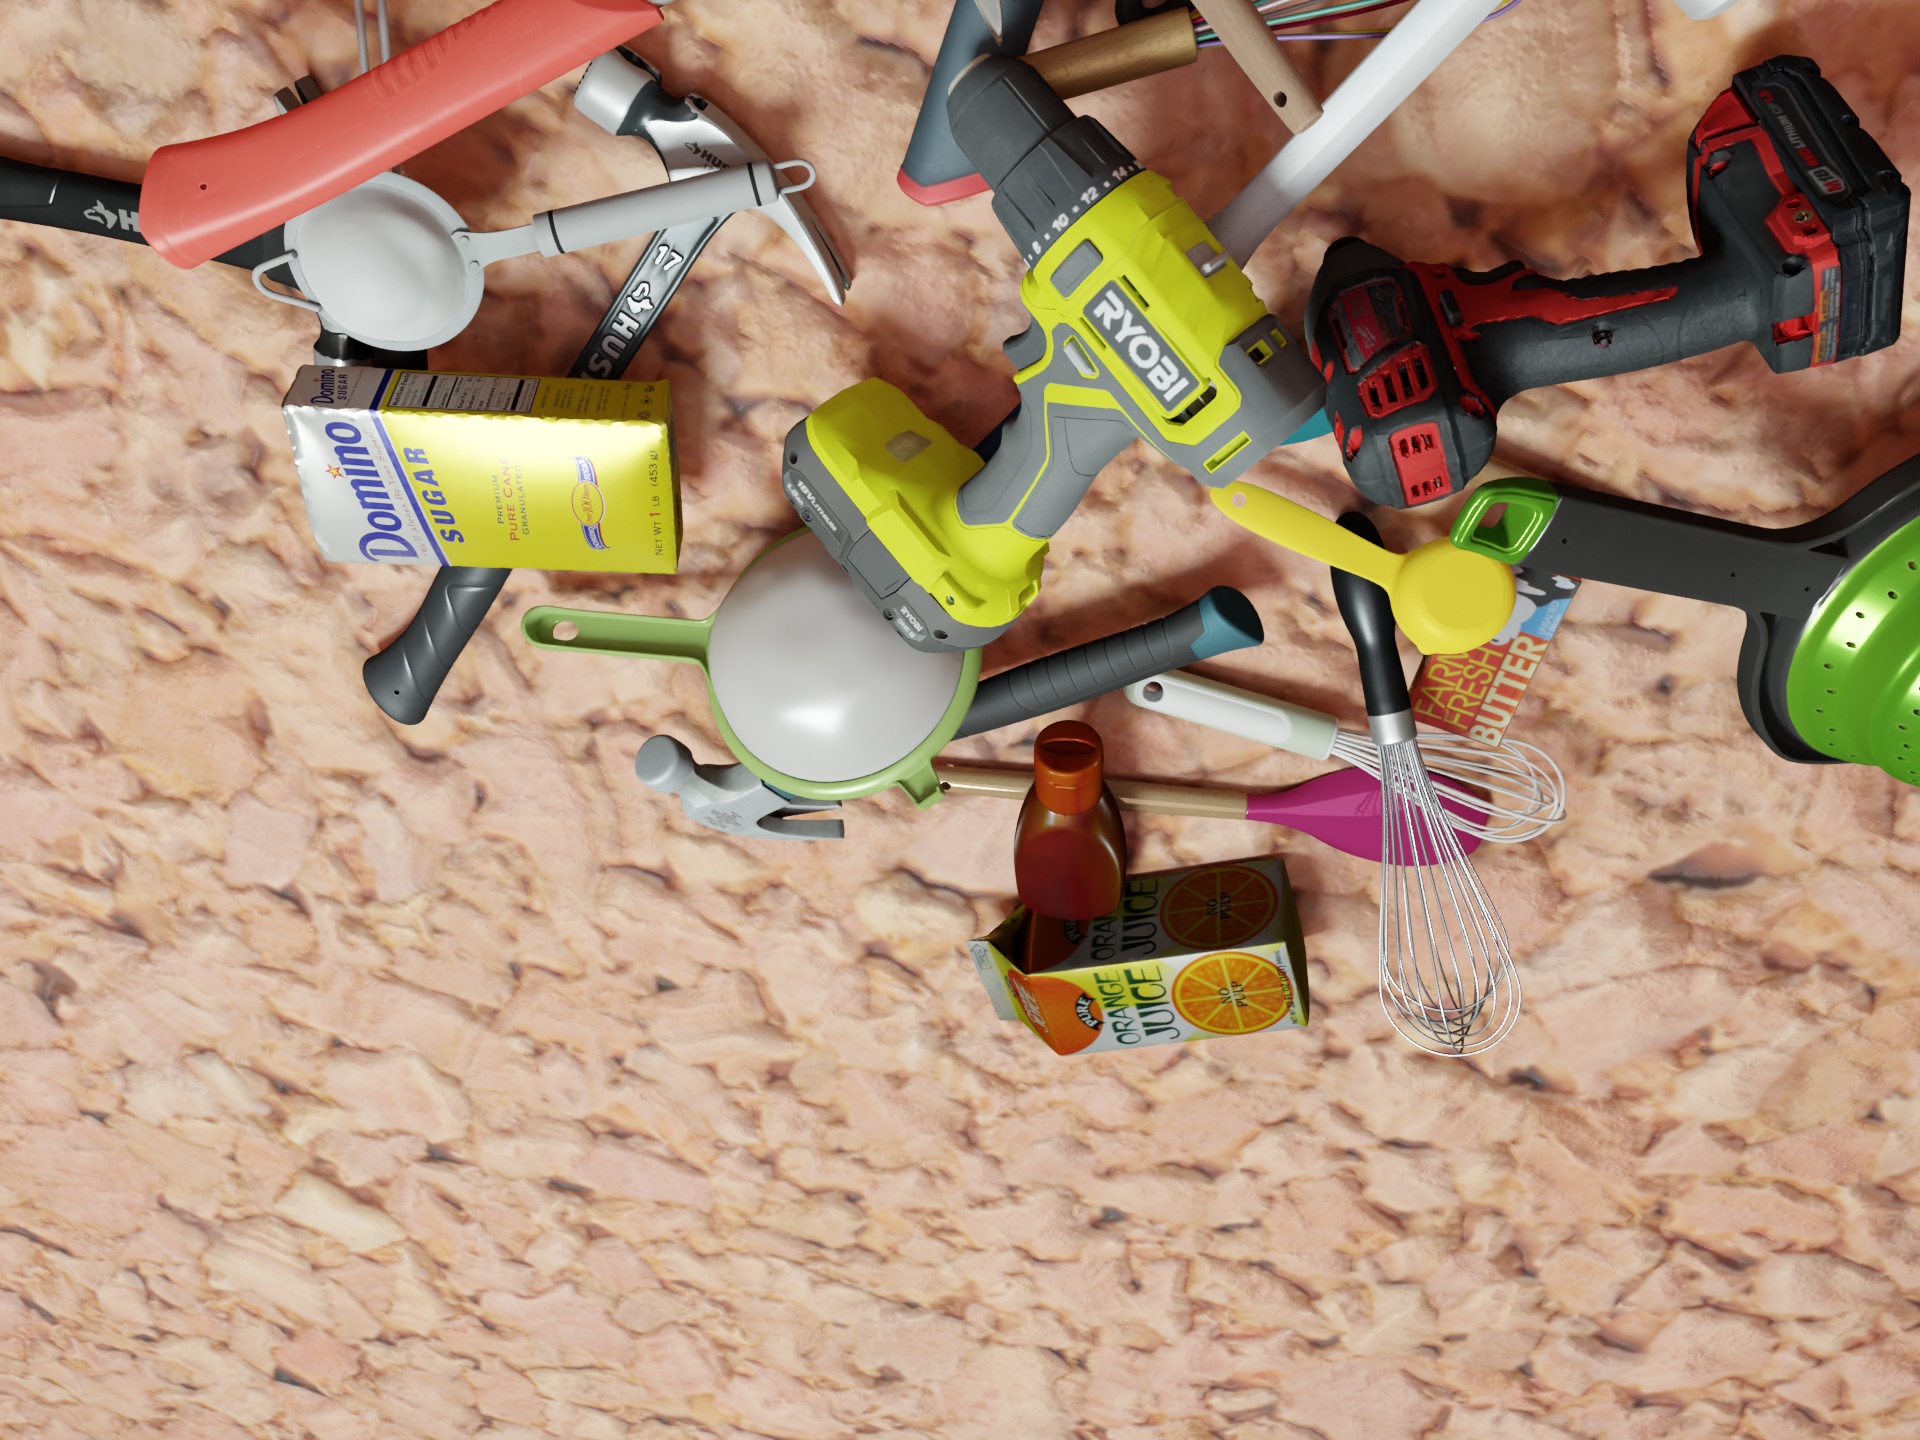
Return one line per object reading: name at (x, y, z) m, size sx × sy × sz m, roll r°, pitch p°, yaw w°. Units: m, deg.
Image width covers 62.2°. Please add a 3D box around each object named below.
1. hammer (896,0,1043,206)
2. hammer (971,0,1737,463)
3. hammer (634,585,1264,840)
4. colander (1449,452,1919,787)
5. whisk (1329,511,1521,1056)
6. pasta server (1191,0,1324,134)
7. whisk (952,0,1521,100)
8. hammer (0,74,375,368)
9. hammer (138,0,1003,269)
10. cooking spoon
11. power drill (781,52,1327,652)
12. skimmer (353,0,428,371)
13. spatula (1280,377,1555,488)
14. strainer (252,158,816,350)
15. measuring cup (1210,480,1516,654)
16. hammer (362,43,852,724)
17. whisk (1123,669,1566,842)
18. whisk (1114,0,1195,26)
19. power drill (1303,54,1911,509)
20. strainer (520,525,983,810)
hammer at (0.040, -0.385, 0.607) m, size 0.143 × 0.038 × 0.386 m, roll 23°, pitch 125°, yaw -6°
hammer at (0.111, -0.208, 0.662) m, size 0.144 × 0.035 × 0.405 m, roll 36°, pitch 136°, yaw -13°
hammer at (-0.001, -0.003, 0.849) m, size 0.331 × 0.033 × 0.128 m, roll -19°, pitch 150°, yaw 19°
colander at (0.395, -0.038, 0.688) m, size 0.397 × 0.095 × 0.204 m, roll 7°, pitch 129°, yaw -20°
whisk at (0.224, 0.034, 0.806) m, size 0.070 × 0.070 × 0.284 m, roll -12°, pitch 94°, yaw 16°
pasta server at (0.030, -0.341, 0.574) m, size 0.316 × 0.040 × 0.060 m, roll 54°, pitch 145°, yaw -1°
whisk at (0.114, -0.287, 0.640) m, size 0.245 × 0.051 × 0.047 m, roll -13°, pitch 148°, yaw 9°
hammer at (-0.448, -0.260, 0.771) m, size 0.335 × 0.035 × 0.146 m, roll 12°, pitch 126°, yaw 1°
hammer at (-0.166, -0.266, 0.639) m, size 0.359 × 0.037 × 0.149 m, roll -25°, pitch 100°, yaw 8°
cooking spoon at (0.137, 0.047, 0.906) m, size 0.319 × 0.017 × 0.068 m, roll 5°, pitch 125°, yaw 5°
power drill at (0.020, -0.147, 0.686) m, size 0.190 × 0.080 × 0.228 m, roll 50°, pitch 136°, yaw -2°
skimmer at (-0.253, -0.254, 0.699) m, size 0.127 × 0.090 × 0.363 m, roll -7°, pitch 124°, yaw -21°
spatula at (0.262, -0.104, 0.766) m, size 0.317 × 0.044 × 0.082 m, roll 21°, pitch 156°, yaw -9°
strainer at (-0.189, -0.213, 0.699) m, size 0.258 × 0.050 × 0.086 m, roll -14°, pitch 132°, yaw 0°
measuring cup at (0.194, -0.081, 0.767) m, size 0.156 × 0.029 × 0.062 m, roll 24°, pitch 90°, yaw 1°
hammer at (-0.211, -0.134, 0.824) m, size 0.149 × 0.036 × 0.408 m, roll 33°, pitch 124°, yaw -15°
whisk at (0.206, 0.013, 0.855) m, size 0.246 × 0.059 × 0.057 m, roll 17°, pitch 111°, yaw 3°
whisk at (0.165, -0.367, 0.592) m, size 0.073 × 0.073 × 0.296 m, roll 39°, pitch 127°, yaw -18°
power drill at (0.254, -0.181, 0.662) m, size 0.219 × 0.143 × 0.078 m, roll -18°, pitch 140°, yaw 15°
strainer at (-0.119, -0.045, 0.808) m, size 0.256 × 0.151 × 0.069 m, roll 6°, pitch 168°, yaw 15°
